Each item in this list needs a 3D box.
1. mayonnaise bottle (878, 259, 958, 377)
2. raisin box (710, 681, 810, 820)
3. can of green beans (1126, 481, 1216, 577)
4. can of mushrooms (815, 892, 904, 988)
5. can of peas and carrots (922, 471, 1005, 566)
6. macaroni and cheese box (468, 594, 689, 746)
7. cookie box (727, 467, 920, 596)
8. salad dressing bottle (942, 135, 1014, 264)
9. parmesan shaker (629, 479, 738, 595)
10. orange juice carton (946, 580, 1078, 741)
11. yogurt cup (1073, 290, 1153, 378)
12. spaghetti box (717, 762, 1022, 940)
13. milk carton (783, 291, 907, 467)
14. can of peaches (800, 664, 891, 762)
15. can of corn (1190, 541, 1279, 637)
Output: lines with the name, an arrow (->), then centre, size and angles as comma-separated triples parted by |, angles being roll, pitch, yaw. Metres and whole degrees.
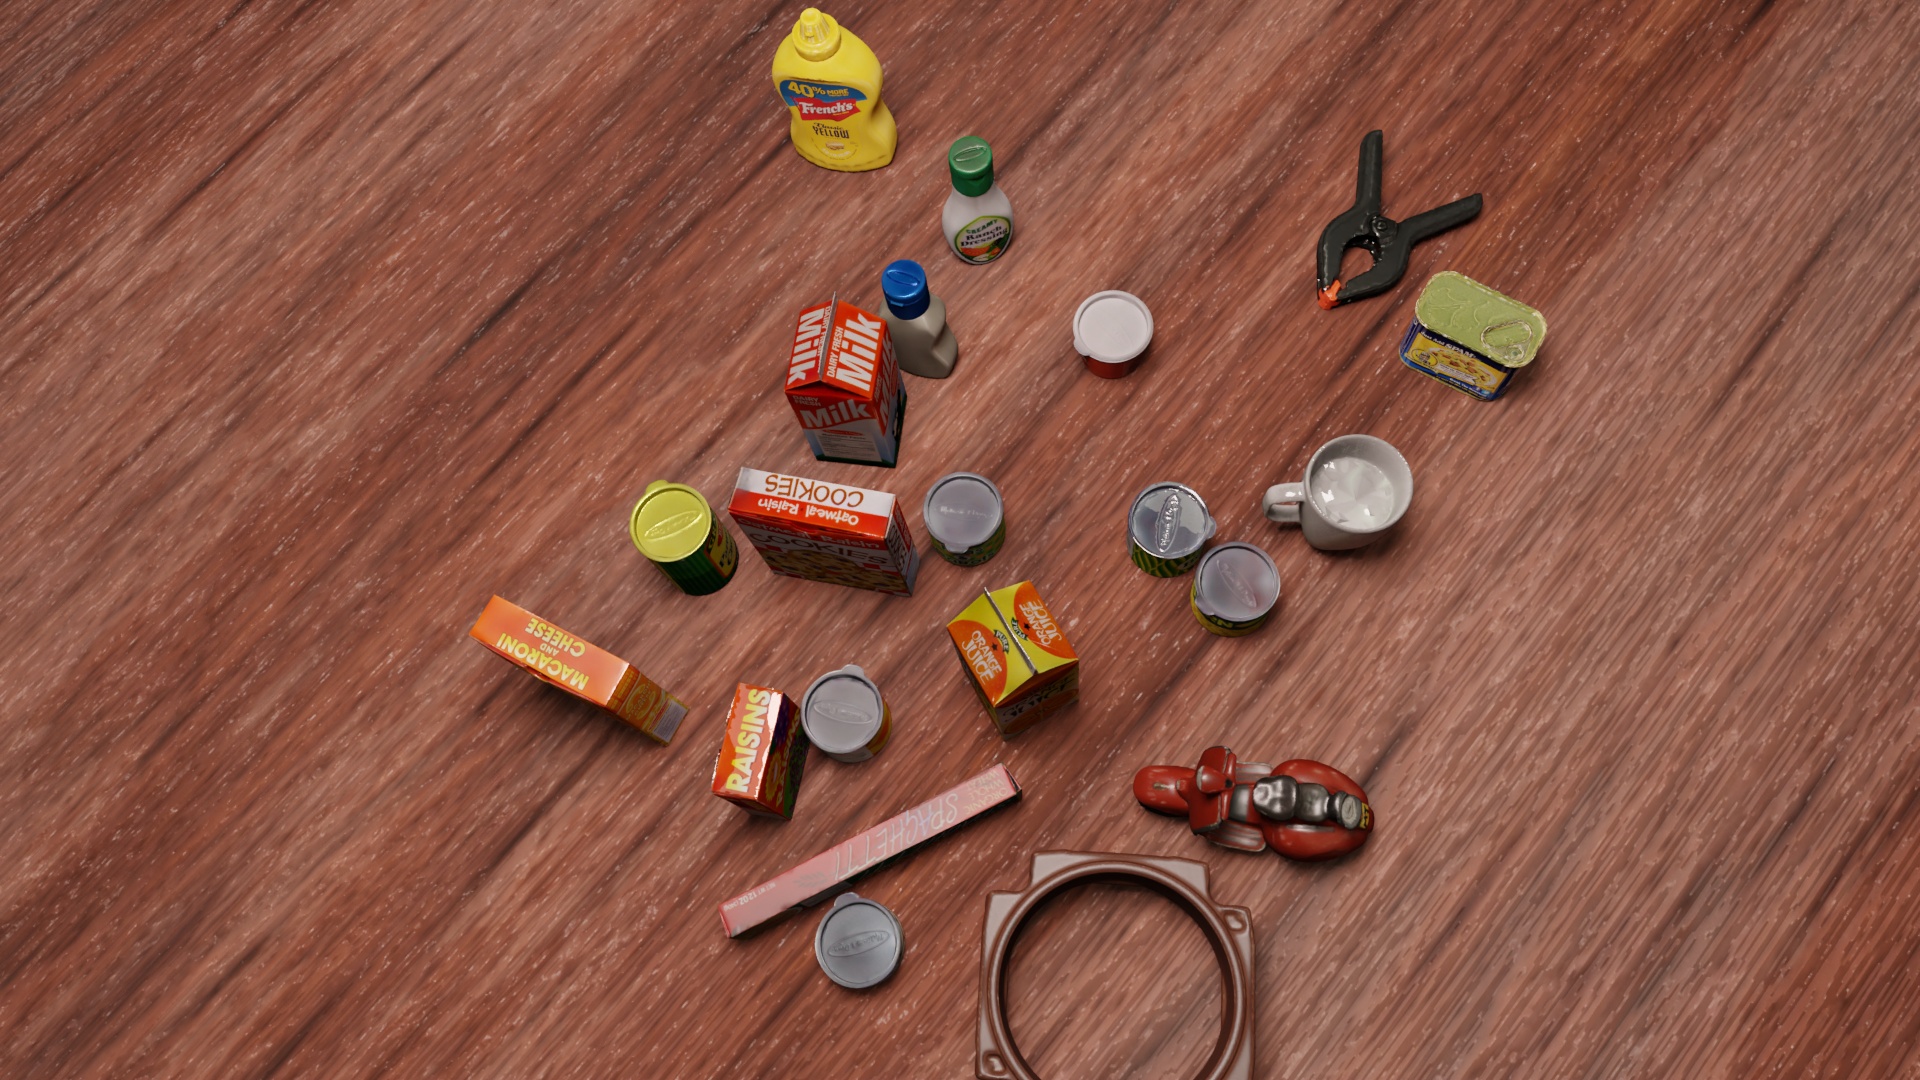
mayonnaise bottle -> -0.039, -0.186, 1.174 | 0.065, 0.147, 0.041 | 17, 75, 10
raisin box -> -0.152, 0.166, 1.080 | 0.040, 0.123, 0.086 | 10, 73, 8
can of green beans -> 0.170, -0.008, 1.145 | 0.071, 0.057, 0.071 | -1, 72, 4
can of mushrooms -> -0.077, 0.309, 1.073 | 0.071, 0.033, 0.071 | -1, 72, 4
can of peas and carrots -> 0.004, -0.015, 1.161 | 0.071, 0.058, 0.071 | -1, 72, 4
macaroni and cheese box -> -0.294, 0.106, 1.089 | 0.124, 0.166, 0.040 | 25, 76, 12
cookie box -> -0.104, -0.003, 1.108 | 0.123, 0.167, 0.040 | 10, 73, 8
salad dressing bottle -> 0.013, -0.294, 1.206 | 0.064, 0.147, 0.044 | -17, 72, -1
parmesan shaker -> -0.227, -0.002, 1.152 | 0.071, 0.103, 0.071 | -1, 72, 4
orange juice carton -> 0.042, 0.089, 1.053 | 0.073, 0.192, 0.072 | -29, 72, -5
yogurt cup -> 0.132, -0.176, 1.206 | 0.072, 0.053, 0.072 | -1, 72, 4
spaghetti box -> -0.068, 0.243, 1.086 | 0.250, 0.050, 0.029 | -26, 72, -4
milk carton -> -0.094, -0.129, 1.137 | 0.073, 0.190, 0.072 | 6, 73, 7
can of peaches -> -0.090, 0.140, 1.117 | 0.071, 0.058, 0.071 | -1, 72, 4
can of corn -> 0.219, 0.042, 1.125 | 0.071, 0.058, 0.071 | -1, 72, 4
